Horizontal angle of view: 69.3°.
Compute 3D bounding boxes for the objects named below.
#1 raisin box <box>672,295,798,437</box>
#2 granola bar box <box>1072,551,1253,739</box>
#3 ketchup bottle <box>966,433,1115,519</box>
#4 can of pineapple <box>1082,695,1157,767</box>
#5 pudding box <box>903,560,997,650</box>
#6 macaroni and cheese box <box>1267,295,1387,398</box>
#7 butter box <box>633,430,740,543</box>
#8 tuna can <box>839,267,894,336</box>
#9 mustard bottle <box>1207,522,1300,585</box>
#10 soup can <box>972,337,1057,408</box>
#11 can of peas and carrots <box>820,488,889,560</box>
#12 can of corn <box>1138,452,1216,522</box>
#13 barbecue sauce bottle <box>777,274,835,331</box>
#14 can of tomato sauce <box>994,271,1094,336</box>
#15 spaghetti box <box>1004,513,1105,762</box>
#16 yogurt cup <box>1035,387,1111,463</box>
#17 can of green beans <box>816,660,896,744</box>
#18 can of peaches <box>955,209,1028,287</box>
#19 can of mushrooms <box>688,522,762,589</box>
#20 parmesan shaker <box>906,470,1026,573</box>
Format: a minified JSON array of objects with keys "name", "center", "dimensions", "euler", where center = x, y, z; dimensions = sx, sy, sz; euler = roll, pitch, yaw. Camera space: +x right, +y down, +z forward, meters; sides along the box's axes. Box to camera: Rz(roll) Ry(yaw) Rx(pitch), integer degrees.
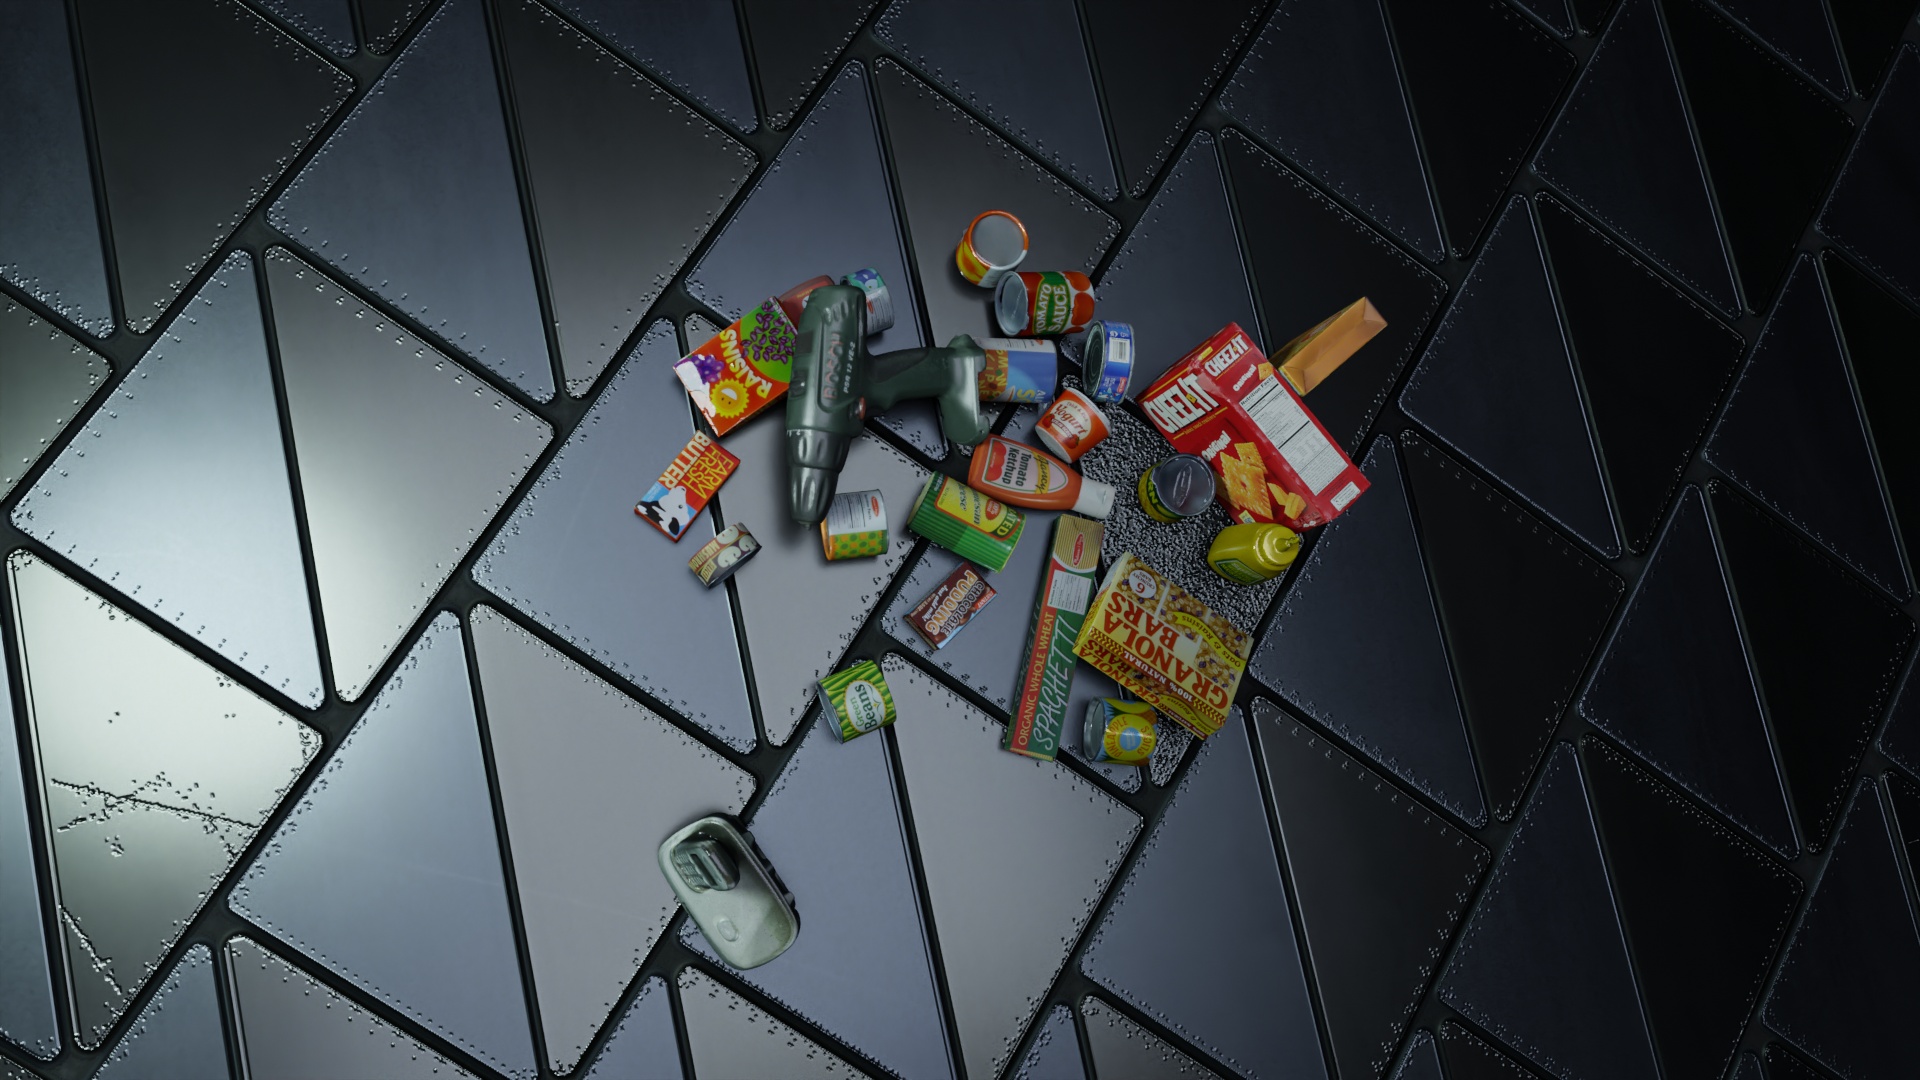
[{"name":"raisin box","center":[-0.207,-0.170,1.368],"dimensions":[0.123,0.040,0.086],"euler":[-34,90,4]},{"name":"granola bar box","center":[0.207,0.106,1.411],"dimensions":[0.165,0.039,0.125],"euler":[34,50,-6]},{"name":"ketchup bottle","center":[0.084,-0.060,1.431],"dimensions":[0.149,0.043,0.065],"euler":[17,72,-10]},{"name":"can of pineapple","center":[0.160,0.193,1.395],"dimensions":[0.058,0.071,0.071],"euler":[8,80,-11]},{"name":"pudding box","center":[-0.010,0.066,1.397],"dimensions":[0.084,0.030,0.049],"euler":[-42,93,-15]},{"name":"macaroni and cheese box","center":[0.351,-0.181,1.445],"dimensions":[0.124,0.166,0.040],"euler":[-39,92,-14]},{"name":"butter box","center":[-0.267,-0.053,1.362],"dimensions":[0.053,0.024,0.104],"euler":[38,76,-4]},{"name":"tuna can","center":[-0.096,-0.242,1.410],"dimensions":[0.033,0.071,0.071],"euler":[-22,87,-15]},{"name":"mustard bottle","center":[0.304,0.010,1.409],"dimensions":[0.065,0.160,0.049],"euler":[31,78,-5]},{"name":"soup can","center":[0.051,-0.172,1.430],"dimensions":[0.084,0.071,0.071],"euler":[1,82,-12]},{"name":"can of peas and carrots","center":[-0.106,-0.014,1.372],"dimensions":[0.059,0.071,0.071],"euler":[-6,83,-13]},{"name":"can of corn","center":[0.223,-0.055,1.453],"dimensions":[0.071,0.058,0.071],"euler":[2,81,-12]},{"name":"barbecue sauce bottle","center":[-0.126,-0.190,1.404],"dimensions":[0.065,0.043,0.148],"euler":[-28,88,-4]},{"name":"can of tomato sauce","center":[0.088,-0.245,1.438],"dimensions":[0.083,0.071,0.071],"euler":[-7,83,-28]},{"name":"spaghetti box","center":[0.096,0.098,1.416],"dimensions":[0.050,0.028,0.250],"euler":[15,78,-10]},{"name":"yogurt cup","center":[0.114,-0.117,1.437],"dimensions":[0.054,0.072,0.072],"euler":[-44,93,-7]},{"name":"can of green beans","center":[-0.101,0.156,1.345],"dimensions":[0.058,0.071,0.071],"euler":[-21,87,-15]},{"name":"can of peaches","center":[0.032,-0.306,1.450],"dimensions":[0.071,0.058,0.071],"euler":[2,82,-12]},{"name":"can of mushrooms","center":[-0.228,0.015,1.337],"dimensions":[0.071,0.071,0.033],"euler":[-39,90,-15]},{"name":"parmesan shaker","center":[0.005,-0.017,1.393],"dimensions":[0.103,0.071,0.071],"euler":[27,77,-8]}]
